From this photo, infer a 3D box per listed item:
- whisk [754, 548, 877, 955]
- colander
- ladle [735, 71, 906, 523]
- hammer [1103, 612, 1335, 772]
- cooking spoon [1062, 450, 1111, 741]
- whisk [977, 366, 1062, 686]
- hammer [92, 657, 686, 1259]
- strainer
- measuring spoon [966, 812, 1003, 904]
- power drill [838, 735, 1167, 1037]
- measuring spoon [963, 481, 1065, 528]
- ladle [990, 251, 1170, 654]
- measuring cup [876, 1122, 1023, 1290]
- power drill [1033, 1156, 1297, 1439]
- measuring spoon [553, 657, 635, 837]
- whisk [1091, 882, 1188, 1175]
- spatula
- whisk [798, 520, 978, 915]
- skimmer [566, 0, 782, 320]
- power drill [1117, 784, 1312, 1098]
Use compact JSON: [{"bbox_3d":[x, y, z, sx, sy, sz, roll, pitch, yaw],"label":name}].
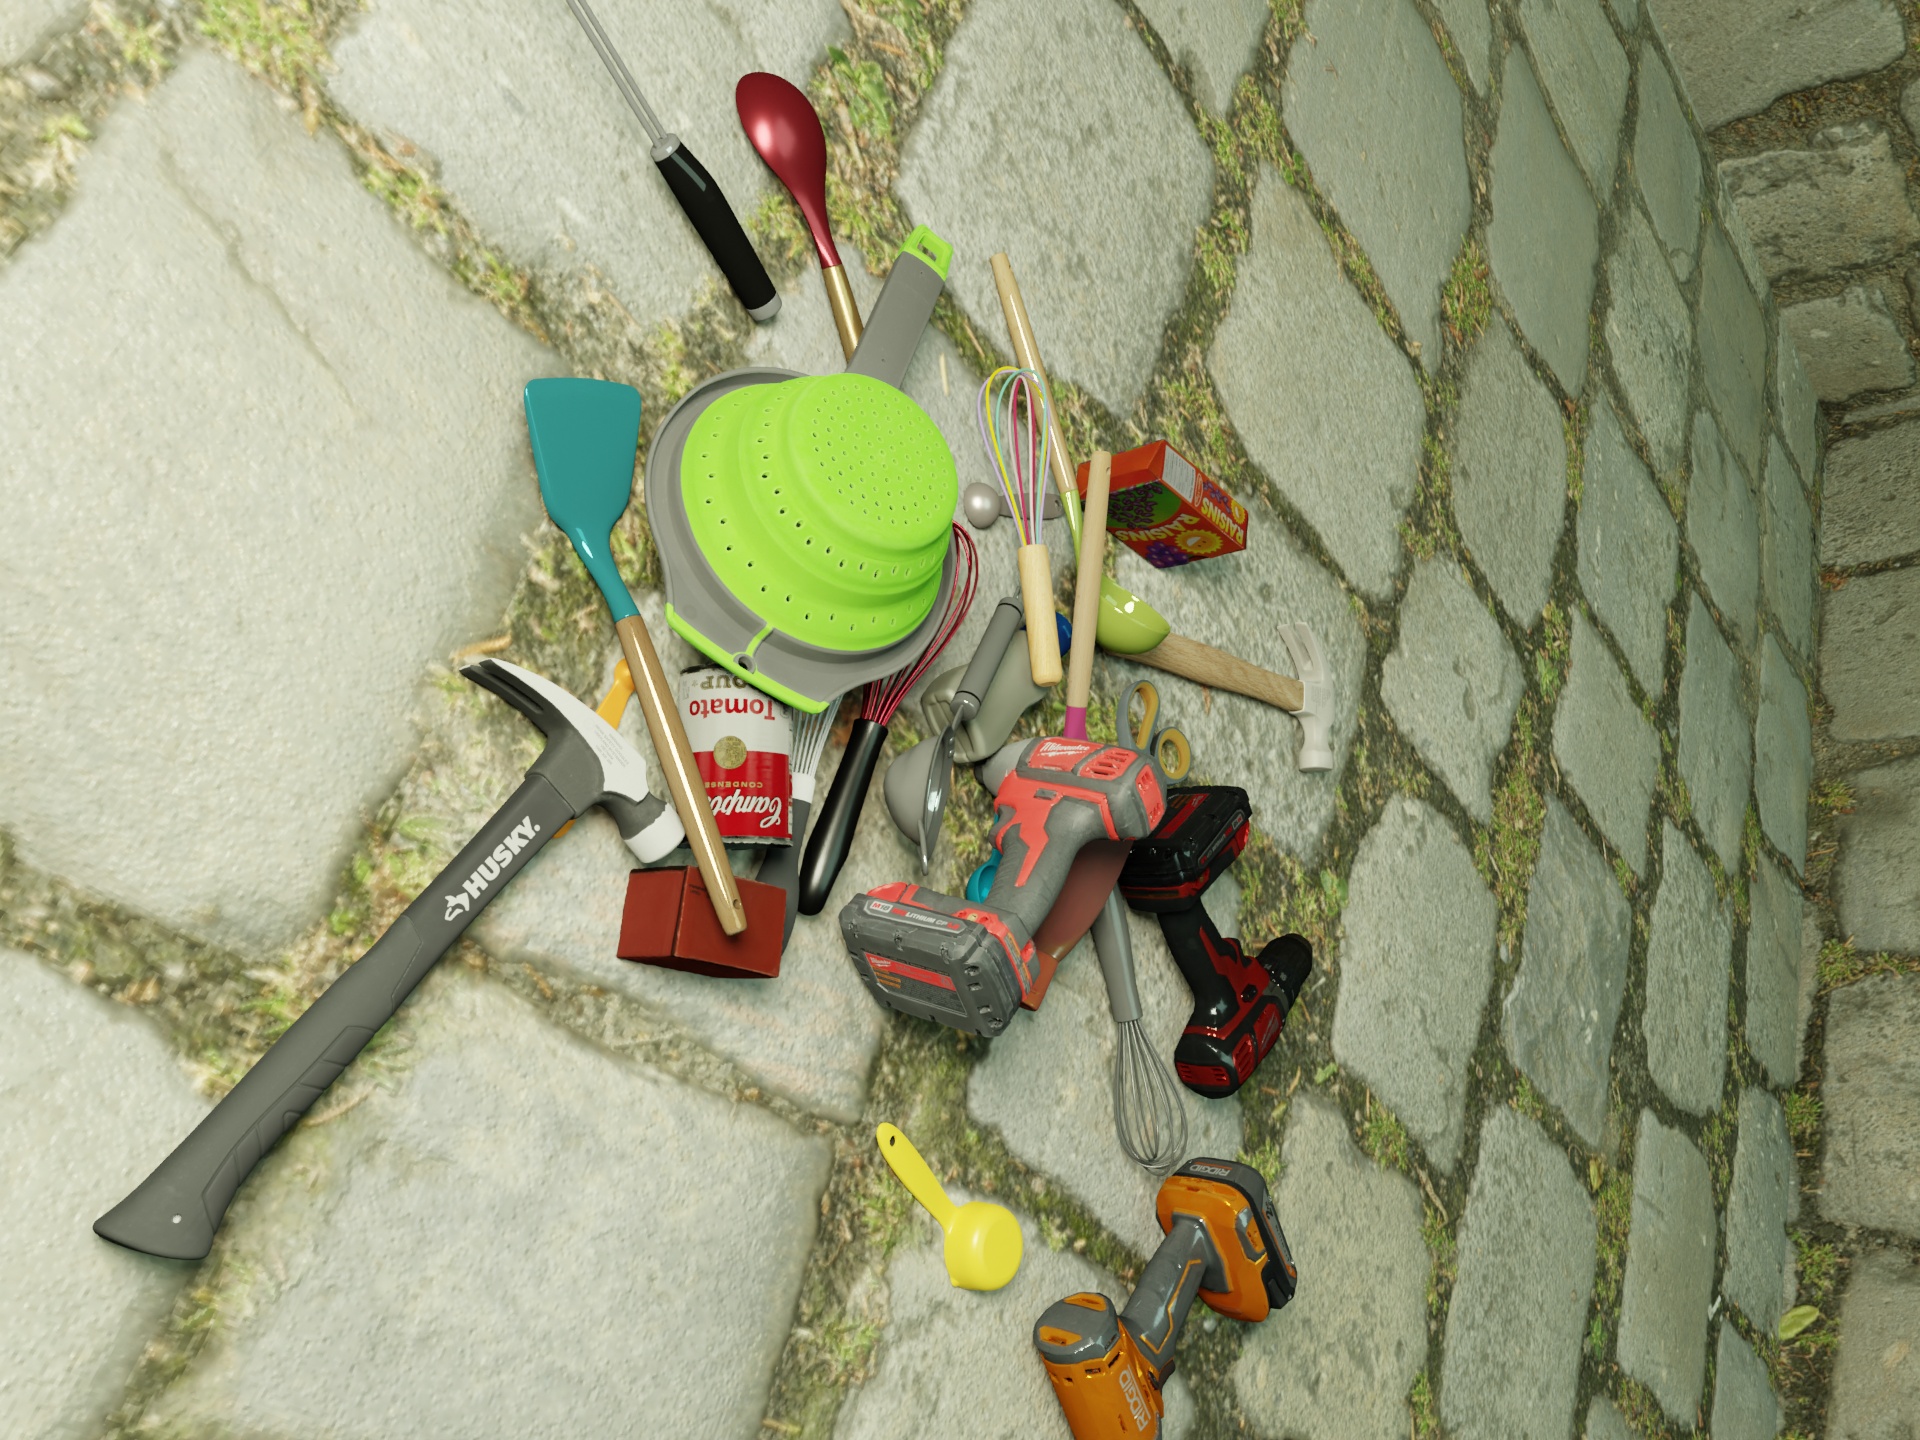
[{"bbox_3d":[-0.095,0.011,0.976,0.070,0.070,0.285,22,73,-45],"label":"whisk"},{"bbox_3d":[-0.049,-0.193,0.960,0.204,0.094,0.397,33,52,-20],"label":"colander"},{"bbox_3d":[-0.079,-0.276,1.060,0.069,0.031,0.315,-31,108,-47],"label":"ladle"},{"bbox_3d":[0.230,-0.044,1.366,0.331,0.031,0.130,15,73,-46],"label":"hammer"},{"bbox_3d":[0.087,-0.036,1.162,0.068,0.017,0.319,-4,102,-50],"label":"cooking spoon"},{"bbox_3d":[0.053,-0.143,1.142,0.047,0.051,0.245,18,63,-57],"label":"whisk"},{"bbox_3d":[-0.274,0.112,0.763,0.146,0.035,0.335,54,50,-22],"label":"hammer"},{"bbox_3d":[-0.002,-0.003,1.033,0.086,0.050,0.259,92,17,-47],"label":"strainer"},{"bbox_3d":[0.022,0.084,1.126,0.042,0.021,0.129,39,47,-40],"label":"measuring spoon"},{"bbox_3d":[0.026,0.092,1.040,0.220,0.143,0.078,-49,132,-34],"label":"power drill"},{"bbox_3d":[0.047,-0.162,1.188,0.124,0.018,0.034,-9,90,-50],"label":"measuring spoon"},{"bbox_3d":[0.085,-0.202,1.201,0.078,0.062,0.320,-21,94,-68],"label":"ladle"},{"bbox_3d":[-0.006,0.315,1.040,0.156,0.029,0.062,57,47,-28],"label":"measuring cup"},{"bbox_3d":[0.156,0.448,1.167,0.226,0.084,0.164,-34,110,-41],"label":"power drill"},{"bbox_3d":[-0.201,0.014,0.883,0.021,0.011,0.117,42,55,-36],"label":"measuring spoon"},{"bbox_3d":[0.127,0.222,1.195,0.055,0.055,0.239,-9,86,-49],"label":"whisk"},{"bbox_3d":[-0.169,-0.035,0.874,0.082,0.044,0.317,-10,77,-53],"label":"spatula"},{"bbox_3d":[-0.051,-0.013,1.023,0.073,0.073,0.296,35,64,-40],"label":"whisk"},{"bbox_3d":[-0.223,-0.375,0.910,0.362,0.090,0.127,56,44,-40],"label":"skimmer"},{"bbox_3d":[0.213,0.164,1.282,0.188,0.080,0.226,-38,115,-45],"label":"power drill"}]
